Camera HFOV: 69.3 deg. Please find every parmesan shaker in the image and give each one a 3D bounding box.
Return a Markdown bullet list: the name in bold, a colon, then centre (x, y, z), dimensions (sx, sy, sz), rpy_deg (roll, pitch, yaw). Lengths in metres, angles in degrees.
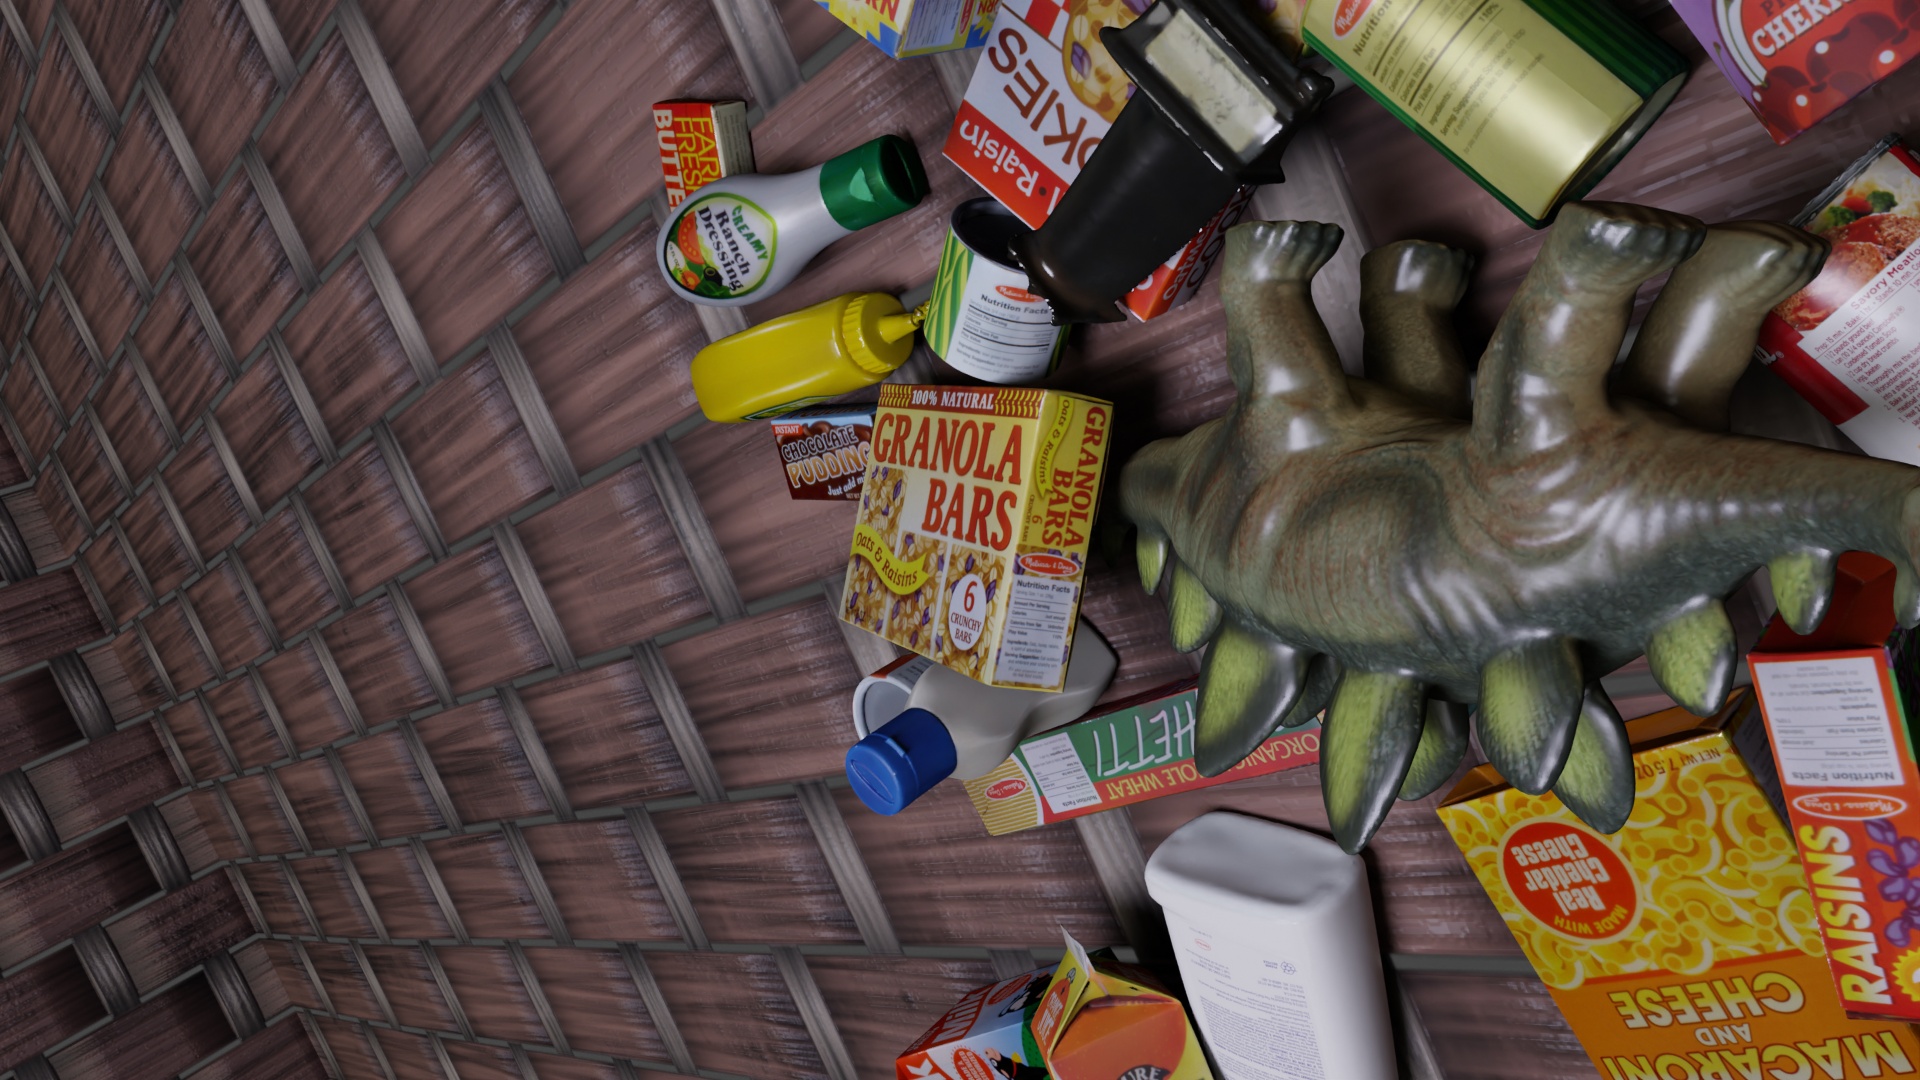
- **parmesan shaker**: centre (0.169, -0.156, 0.449), dimensions (0.103, 0.071, 0.071), rpy_deg (47, 136, 15)

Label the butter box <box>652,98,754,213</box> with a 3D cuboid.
- **butter box**: centre (-0.135, -0.188, 0.760), dimensions (0.053, 0.024, 0.103), rpy_deg (13, 120, 39)

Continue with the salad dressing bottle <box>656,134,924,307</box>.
- **salad dressing bottle**: centre (-0.086, -0.161, 0.694), dimensions (0.147, 0.044, 0.064), rpy_deg (-14, 106, 34)

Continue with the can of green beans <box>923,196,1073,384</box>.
- **can of green beans**: centre (0.021, -0.111, 0.616), dimensions (0.071, 0.071, 0.057), rpy_deg (38, 134, 24)

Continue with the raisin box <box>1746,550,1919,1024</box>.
- **raisin box**: centre (0.291, 0.074, 0.436), dimensions (0.040, 0.086, 0.123), rpy_deg (-11, 103, 45)

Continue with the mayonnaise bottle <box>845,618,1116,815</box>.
- **mayonnaise bottle**: centre (0.009, 0.080, 0.667), dimensions (0.065, 0.149, 0.041), rpy_deg (41, 135, 22)

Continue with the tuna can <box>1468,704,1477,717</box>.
- **tuna can**: centre (0.187, 0.050, 0.537), dimensions (0.033, 0.071, 0.070), rpy_deg (36, 132, 25)

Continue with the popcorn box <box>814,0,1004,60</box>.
- **popcorn box**: centre (-0.036, -0.254, 0.583), dimensions (0.127, 0.085, 0.038), rpy_deg (42, 134, 21)

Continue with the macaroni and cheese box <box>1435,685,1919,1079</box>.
- **macaroni and cheese box**: centre (0.278, 0.151, 0.523), dimensions (0.123, 0.040, 0.166), rpy_deg (-34, 85, 49)

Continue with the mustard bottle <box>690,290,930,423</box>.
- **mustard bottle**: centre (-0.072, -0.097, 0.718), dimensions (0.160, 0.065, 0.048), rpy_deg (-11, 97, 43)

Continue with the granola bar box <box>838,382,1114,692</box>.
- **granola bar box**: centre (0.002, -0.008, 0.637), dimensions (0.165, 0.039, 0.124), rpy_deg (14, 94, 62)

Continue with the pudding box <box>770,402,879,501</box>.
- **pudding box**: centre (-0.062, -0.049, 0.757), dimensions (0.083, 0.030, 0.049), rpy_deg (3, 112, 43)

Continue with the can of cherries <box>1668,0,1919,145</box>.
- **can of cherries**: centre (0.238, -0.151, 0.380), dimensions (0.058, 0.072, 0.071), rpy_deg (57, 138, 5)

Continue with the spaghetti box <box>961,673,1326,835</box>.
- **spaghetti box**: centre (0.088, 0.104, 0.691), dimensions (0.249, 0.029, 0.050), rpy_deg (-26, 92, 48)

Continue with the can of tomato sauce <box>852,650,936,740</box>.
- **can of tomato sauce**: centre (-0.006, 0.084, 0.733), dimensions (0.071, 0.083, 0.070), rpy_deg (21, 124, 35)

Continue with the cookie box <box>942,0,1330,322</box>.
- **cookie box**: centre (0.073, -0.189, 0.545), dimensions (0.123, 0.040, 0.166), rpy_deg (44, 134, 18)

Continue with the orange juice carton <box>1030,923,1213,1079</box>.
- **orange juice carton**: centre (0.092, 0.287, 0.695), dimensions (0.071, 0.073, 0.192), rpy_deg (122, 126, -83)

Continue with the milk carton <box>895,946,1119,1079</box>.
- **milk carton**: centre (0.030, 0.309, 0.823), dimensions (0.073, 0.073, 0.189), rpy_deg (57, 138, 4)
